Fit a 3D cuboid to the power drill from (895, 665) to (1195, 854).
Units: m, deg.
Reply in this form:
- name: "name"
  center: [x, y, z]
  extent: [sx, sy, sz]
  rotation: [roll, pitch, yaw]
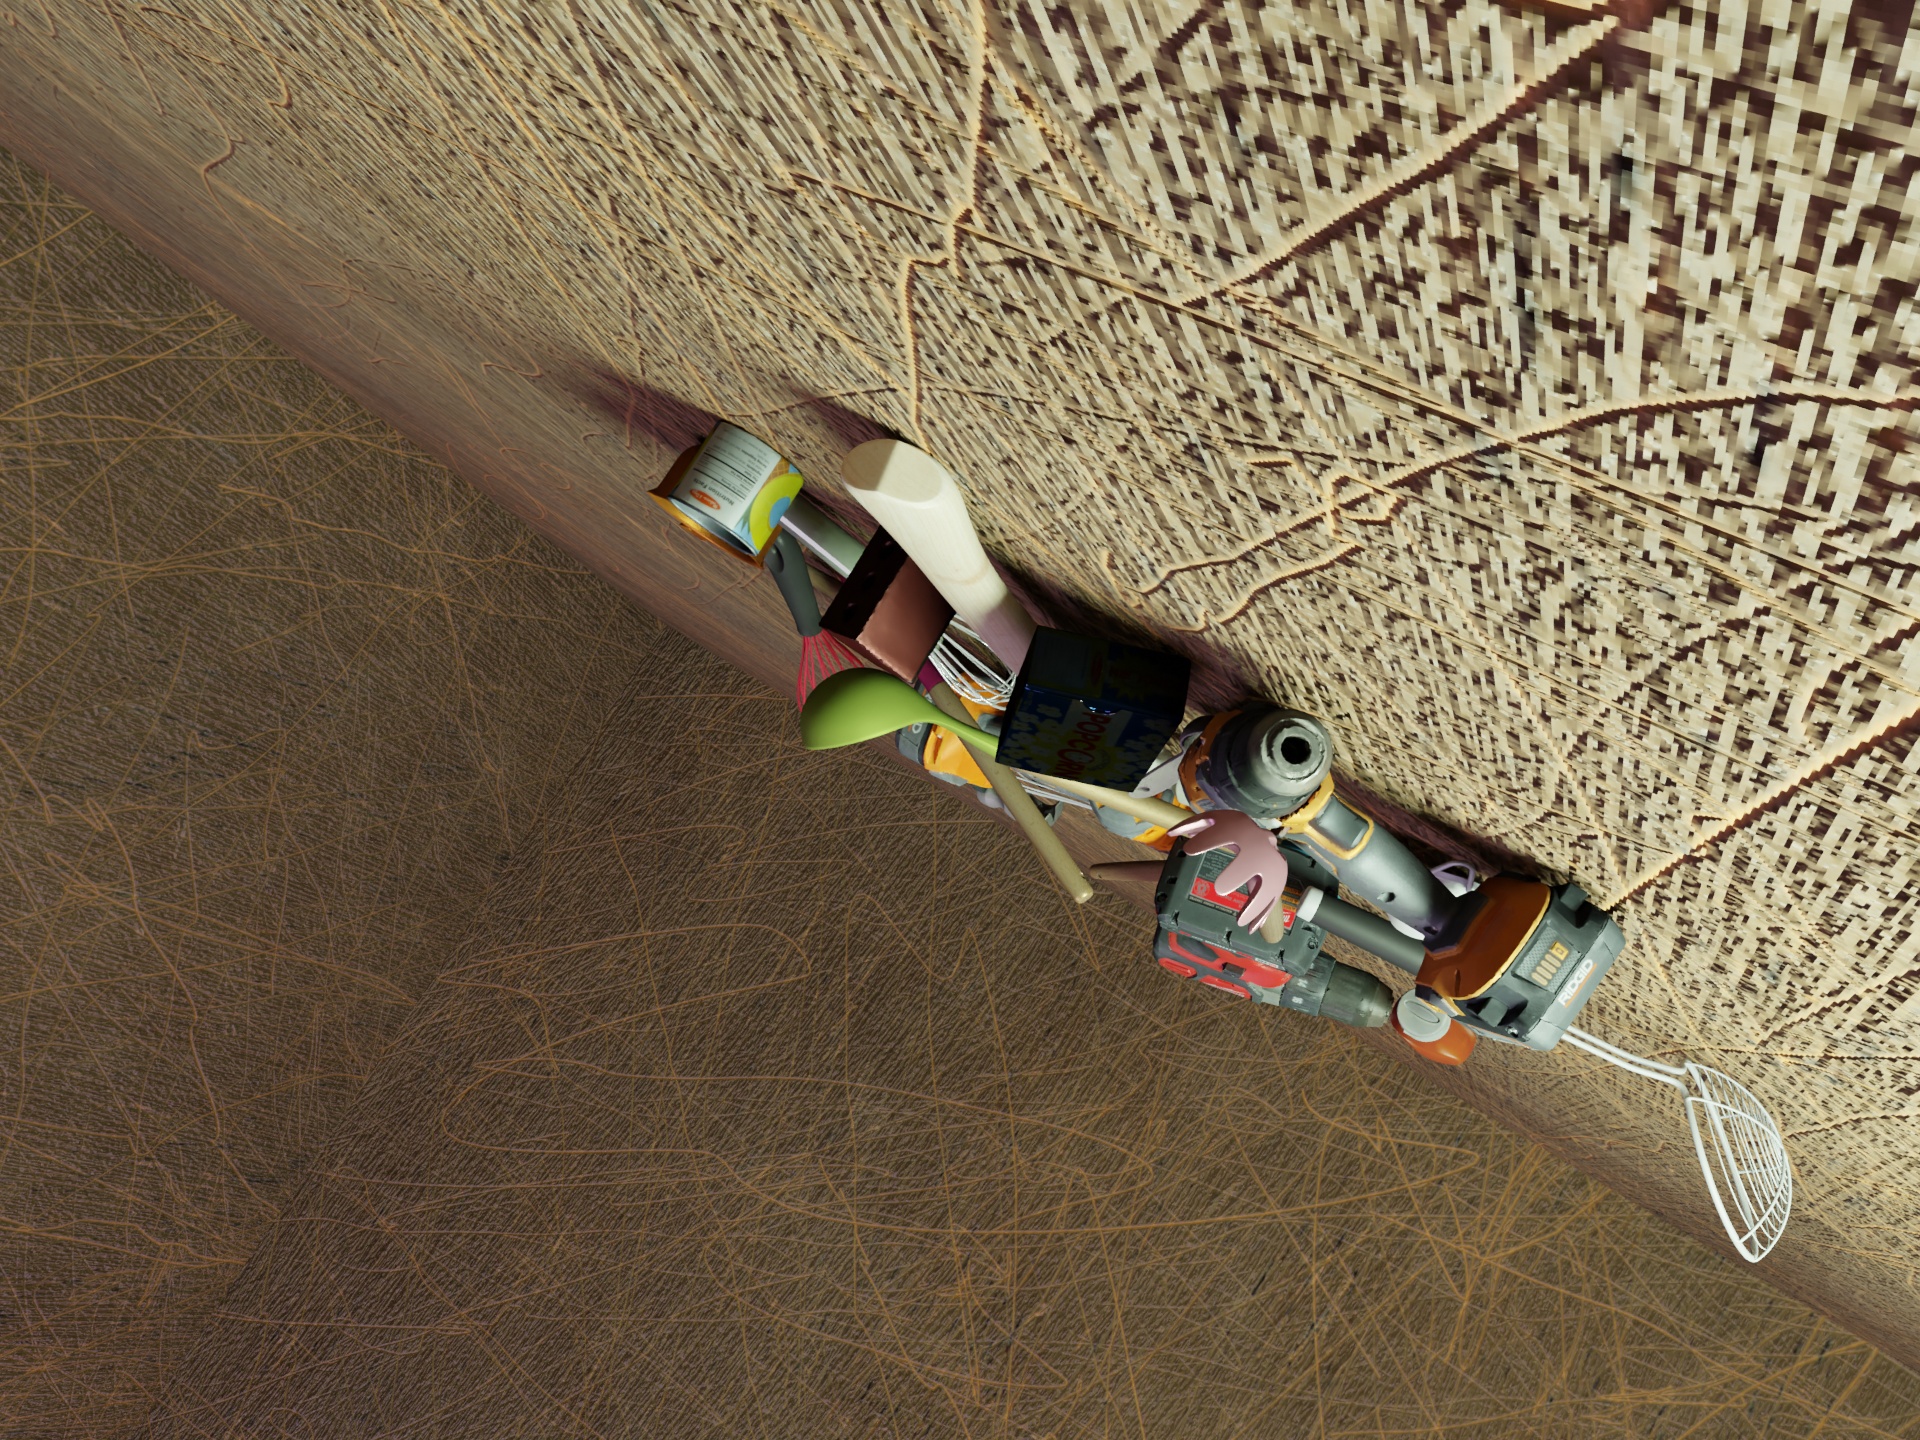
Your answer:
- name: "power drill"
  center: [0.082, 0.038, 1.203]
  extent: [0.227, 0.084, 0.164]
  rotation: [21, 178, 29]

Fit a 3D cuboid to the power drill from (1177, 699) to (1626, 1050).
- name: "power drill"
  center: [0.217, 0.070, 0.807]
  extent: [0.226, 0.084, 0.185]
  rotation: [37, 175, 5]

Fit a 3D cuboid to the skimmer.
- name: "skimmer"
  center: [0.375, 0.223, 1.040]
  extent: [0.363, 0.090, 0.127]
  rotation: [27, -149, 6]

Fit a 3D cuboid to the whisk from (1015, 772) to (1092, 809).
- name: "whisk"
  center: [0.122, 0.064, 1.308]
  extent: [0.285, 0.070, 0.070]
  rotation: [31, 175, 41]

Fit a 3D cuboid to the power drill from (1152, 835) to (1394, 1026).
- name: "power drill"
  center: [0.231, 0.163, 1.169]
  extent: [0.188, 0.080, 0.226]
  rotation: [19, 162, 16]

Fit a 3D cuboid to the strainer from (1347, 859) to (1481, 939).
- name: "strainer"
  center: [0.280, 0.110, 1.016]
  extent: [0.087, 0.050, 0.258]
  rotation: [17, 177, 3]

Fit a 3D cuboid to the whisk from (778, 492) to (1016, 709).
- name: "whisk"
  center: [-0.045, -0.087, 1.074]
  extent: [0.246, 0.059, 0.058]
  rotation: [38, 136, -19]

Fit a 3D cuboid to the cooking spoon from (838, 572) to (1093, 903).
- name: "cooking spoon"
  center: [-0.002, -0.004, 1.105]
  extent: [0.319, 0.017, 0.068]
  rotation: [55, -164, 22]

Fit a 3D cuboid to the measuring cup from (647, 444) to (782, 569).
- name: "measuring cup"
  center: [-0.173, -0.155, 1.137]
  extent: [0.095, 0.052, 0.174]
  rotation: [34, 176, -16]

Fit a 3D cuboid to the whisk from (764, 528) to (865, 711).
- name: "whisk"
  center: [-0.121, -0.068, 1.328]
  extent: [0.073, 0.073, 0.295]
  rotation: [30, 157, 26]

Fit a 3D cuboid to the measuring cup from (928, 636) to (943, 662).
- name: "measuring cup"
  center: [-0.023, -0.054, 1.258]
  extent: [0.083, 0.038, 0.167]
  rotation: [27, 173, 45]

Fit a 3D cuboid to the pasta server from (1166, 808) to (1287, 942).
- name: "pasta server"
  center: [0.156, 0.097, 0.853]
  extent: [0.060, 0.040, 0.316]
  rotation: [53, -179, 20]

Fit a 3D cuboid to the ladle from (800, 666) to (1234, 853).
- name: "ladle"
  center: [0.050, 0.041, 1.022]
  extent: [0.320, 0.062, 0.078]
  rotation: [22, -175, -13]

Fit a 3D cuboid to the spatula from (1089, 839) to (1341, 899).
- name: "spatula"
  center: [0.201, 0.128, 1.301]
  extent: [0.317, 0.044, 0.082]
  rotation: [-9, 120, 56]

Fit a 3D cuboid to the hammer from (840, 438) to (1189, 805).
- name: "hammer"
  center: [0.028, -0.044, 0.923]
  extent: [0.146, 0.038, 0.410]
  rotation: [11, 163, 29]

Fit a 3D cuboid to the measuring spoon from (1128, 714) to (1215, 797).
- name: "measuring spoon"
  center: [0.131, 0.022, 0.965]
  extent: [0.034, 0.018, 0.124]
  rotation: [12, 156, -15]

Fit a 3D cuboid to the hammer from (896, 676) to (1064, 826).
- name: "hammer"
  center: [-0.006, 0.002, 1.432]
  extent: [0.130, 0.031, 0.331]
  rotation: [27, 163, 47]

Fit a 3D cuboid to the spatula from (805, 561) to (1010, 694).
- name: "spatula"
  center: [0.002, -0.046, 1.297]
  extent: [0.316, 0.018, 0.059]
  rotation: [31, 169, 3]
